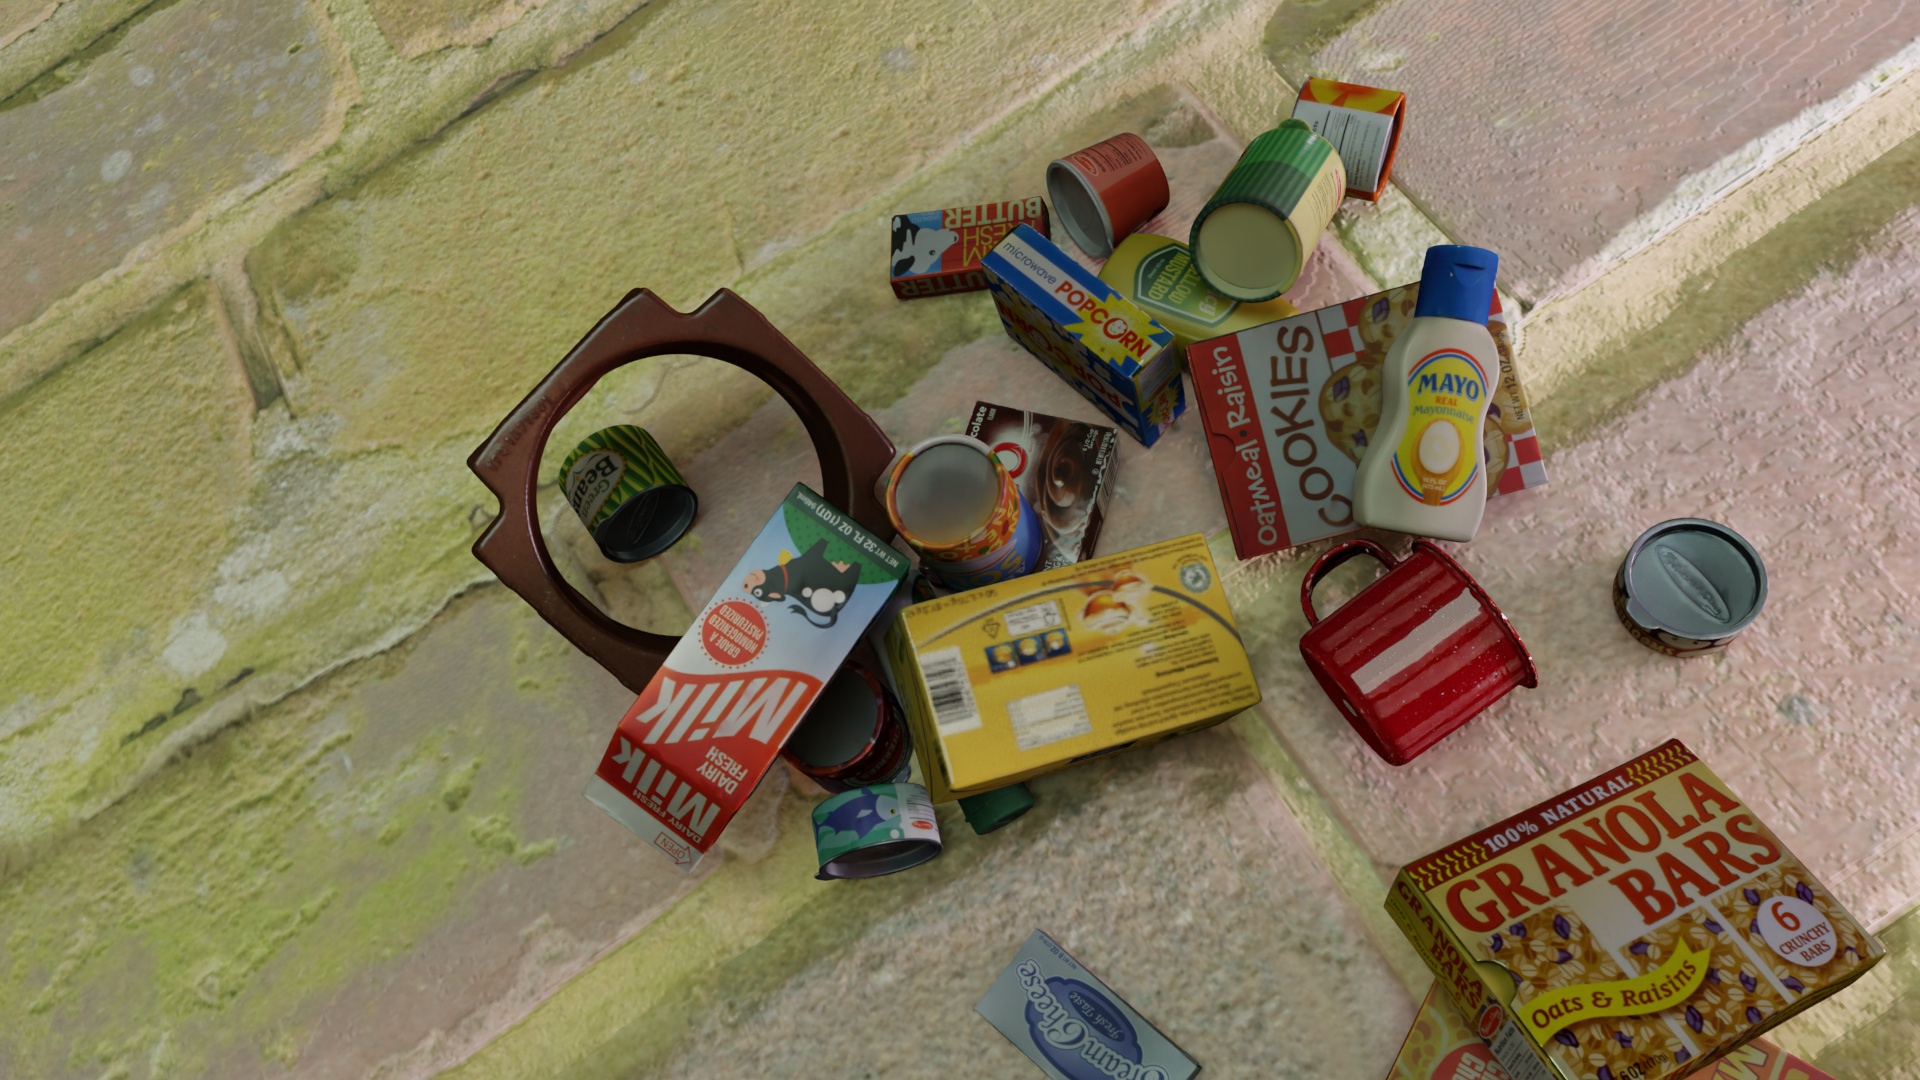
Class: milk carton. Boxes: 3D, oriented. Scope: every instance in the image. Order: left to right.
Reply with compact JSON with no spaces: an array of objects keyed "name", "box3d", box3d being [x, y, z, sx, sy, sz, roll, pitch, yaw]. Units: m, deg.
[{"name":"milk carton","box3d":[-0.108,0.070,0.707,0.072,0.073,0.191,36,83,1]}]

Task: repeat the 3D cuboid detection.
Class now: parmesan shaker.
[{"name":"parmesan shaker","box3d":[0.176,-0.190,0.797,0.071,0.071,0.103,16,41,19]}]

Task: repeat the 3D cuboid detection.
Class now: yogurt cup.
[{"name":"yogurt cup","box3d":[0.094,-0.218,0.868,0.054,0.072,0.072,-32,63,-10]}]

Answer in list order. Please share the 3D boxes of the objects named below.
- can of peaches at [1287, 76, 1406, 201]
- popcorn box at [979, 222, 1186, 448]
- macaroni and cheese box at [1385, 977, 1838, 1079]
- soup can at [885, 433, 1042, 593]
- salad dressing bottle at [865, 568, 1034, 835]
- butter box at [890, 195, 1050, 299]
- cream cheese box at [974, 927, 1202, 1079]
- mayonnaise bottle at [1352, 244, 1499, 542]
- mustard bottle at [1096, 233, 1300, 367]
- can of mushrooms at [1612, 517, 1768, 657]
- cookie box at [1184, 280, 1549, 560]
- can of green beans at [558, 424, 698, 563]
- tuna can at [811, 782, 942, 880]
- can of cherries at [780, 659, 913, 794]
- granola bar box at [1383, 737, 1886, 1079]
[{"name":"can of peaches","box3d":[0.234,-0.245,0.845,0.058,0.071,0.071,17,72,20]},{"name":"popcorn box","box3d":[0.073,-0.121,0.818,0.038,0.085,0.127,-43,64,-7]},{"name":"macaroni and cheese box","box3d":[0.287,0.255,0.627,0.167,0.040,0.124,27,75,23]},{"name":"soup can","box3d":[0.003,-0.009,0.745,0.071,0.083,0.071,-6,69,15]},{"name":"salad dressing bottle","box3d":[-0.009,0.088,0.763,0.044,0.064,0.148,-32,72,11]},{"name":"butter box","box3d":[0.006,-0.189,0.897,0.103,0.024,0.053,-5,65,12]},{"name":"cream cheese box","box3d":[0.063,0.248,0.693,0.104,0.024,0.053,36,80,24]},{"name":"mayonnaise bottle","box3d":[0.245,-0.076,0.715,0.065,0.041,0.148,10,92,1]},{"name":"mustard bottle","box3d":[0.158,-0.128,0.820,0.160,0.048,0.065,27,70,21]},{"name":"can of mushrooms","box3d":[0.370,0.026,0.711,0.071,0.033,0.071,-5,67,11]},{"name":"cookie box","box3d":[0.218,-0.069,0.760,0.167,0.040,0.123,-14,89,7]},{"name":"can of green beans","box3d":[-0.205,-0.029,0.855,0.071,0.071,0.058,-38,64,-4]},{"name":"tuna can","box3d":[-0.047,0.155,0.738,0.071,0.071,0.033,-16,64,7]},{"name":"can of cherries","box3d":[-0.063,0.105,0.767,0.071,0.058,0.072,-5,66,12]},{"name":"granola bar box","box3d":[0.297,0.173,0.622,0.166,0.038,0.124,-19,50,-16]}]
